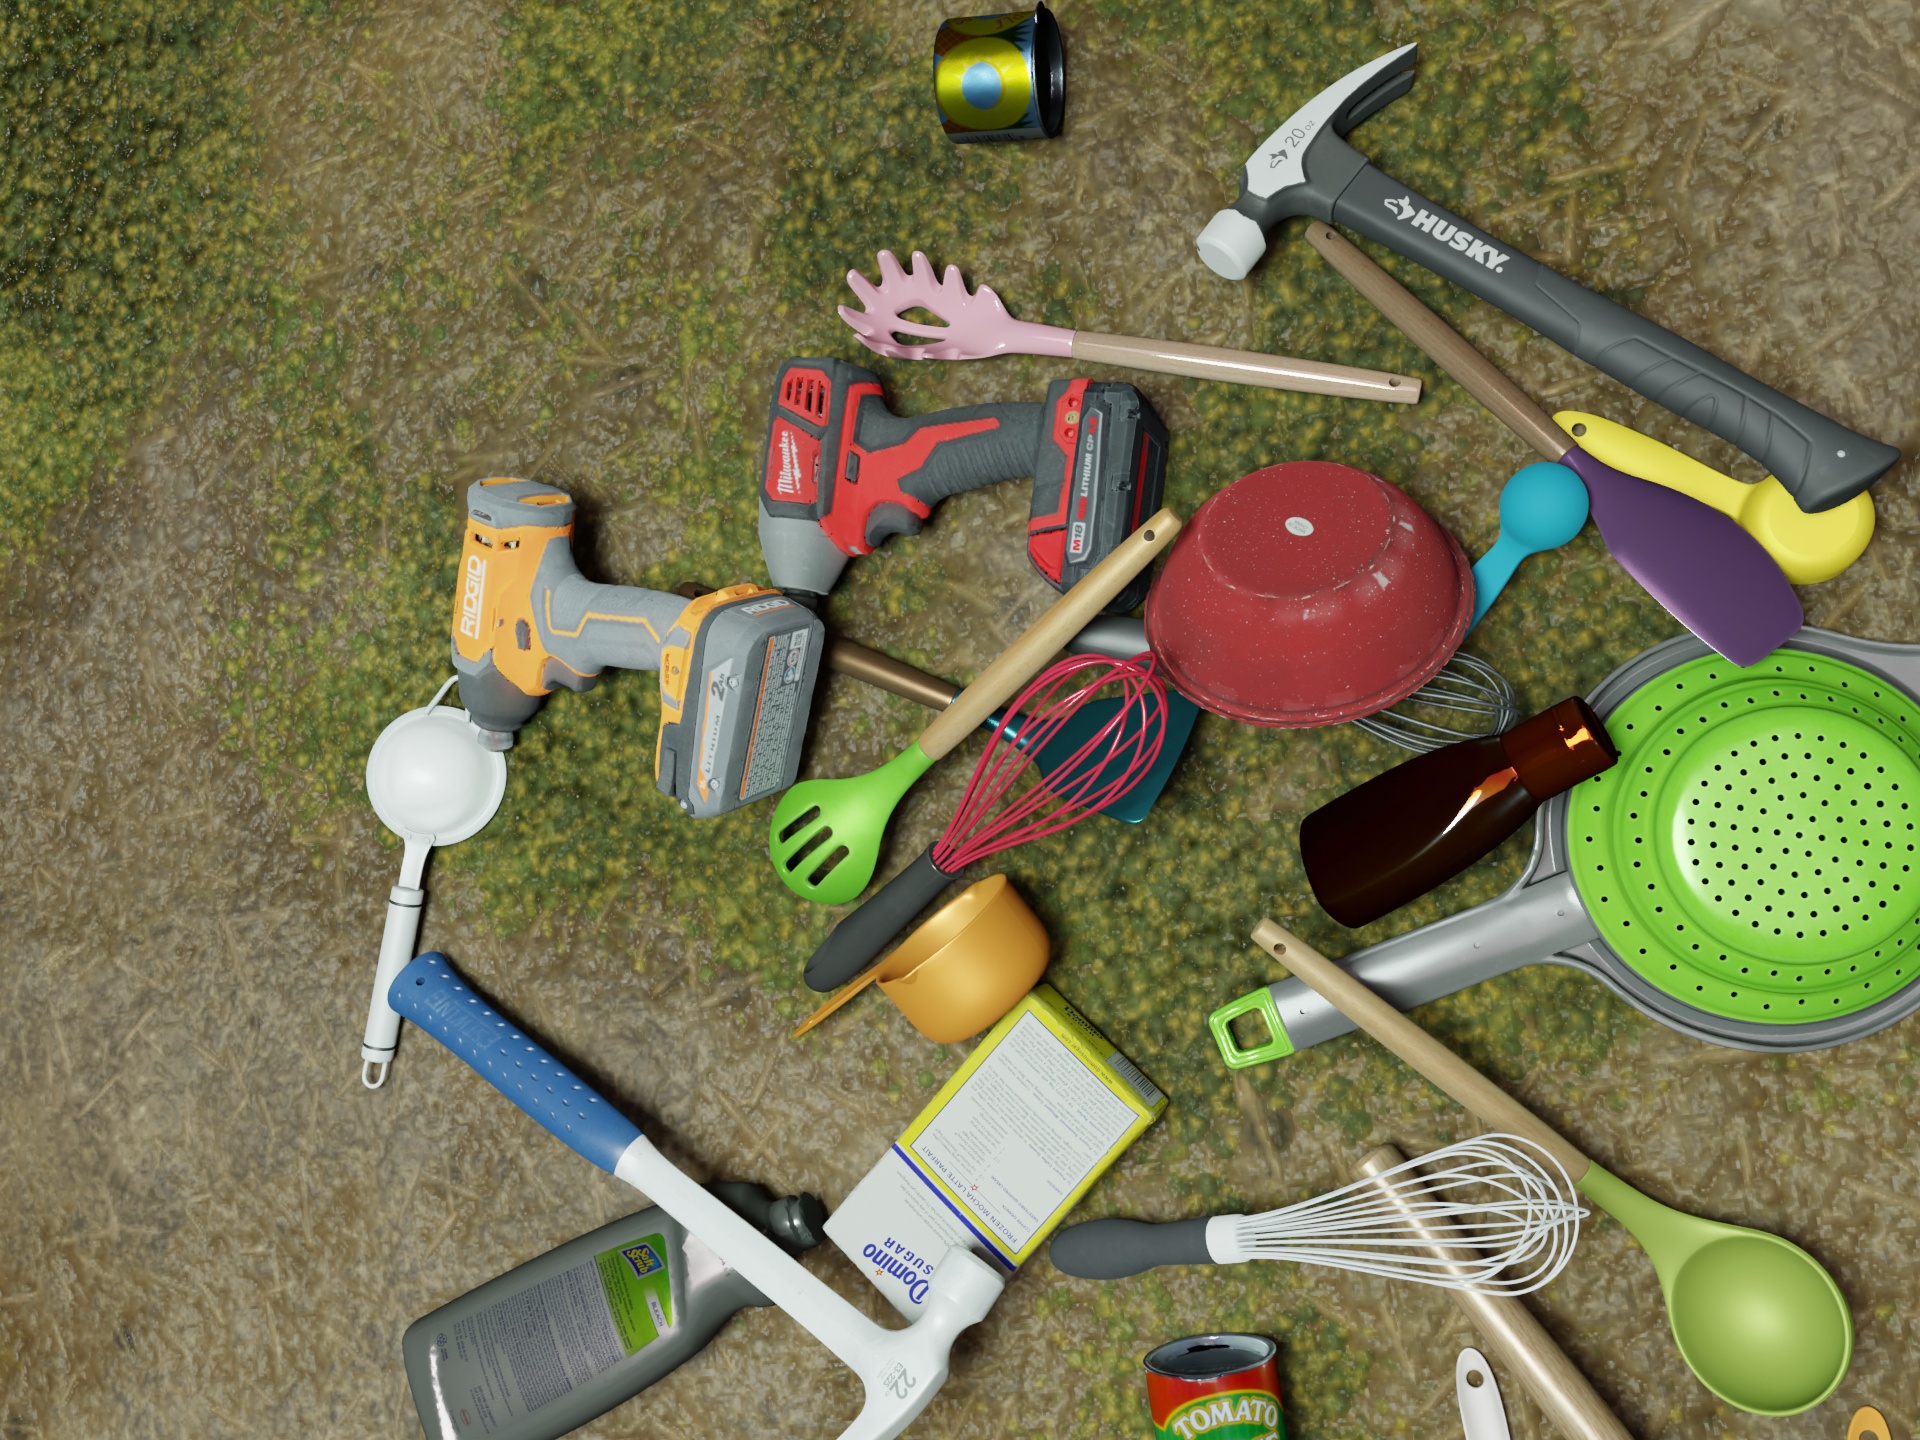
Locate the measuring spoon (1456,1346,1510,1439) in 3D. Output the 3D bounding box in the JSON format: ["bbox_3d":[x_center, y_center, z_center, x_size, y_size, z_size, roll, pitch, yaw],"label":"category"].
[{"bbox_3d":[0.262,0.370,0.776,0.034,0.018,0.124,-13,76,16],"label":"measuring spoon"}]

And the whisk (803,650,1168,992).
[{"bbox_3d":[0.004,0.061,0.813,0.295,0.073,0.073,-45,74,34],"label":"whisk"}]

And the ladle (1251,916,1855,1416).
[{"bbox_3d":[0.265,0.197,0.733,0.320,0.062,0.078,37,108,5],"label":"ladle"}]

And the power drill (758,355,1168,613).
[{"bbox_3d":[-0.008,-0.120,0.862,0.220,0.078,0.143,7,88,20],"label":"power drill"}]

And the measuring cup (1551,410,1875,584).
[{"bbox_3d":[0.360,-0.117,0.768,0.156,0.029,0.062,28,94,15],"label":"measuring cup"}]

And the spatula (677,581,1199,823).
[{"bbox_3d":[-0.026,-0.026,0.875,0.317,0.044,0.082,22,69,19],"label":"spatula"}]

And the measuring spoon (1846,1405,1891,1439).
[{"bbox_3d":[0.416,0.374,0.729,0.021,0.011,0.117,1,83,18],"label":"measuring spoon"}]

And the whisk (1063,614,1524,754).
[{"bbox_3d":[0.163,-0.023,0.803,0.239,0.055,0.055,11,90,14],"label":"whisk"}]

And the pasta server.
[{"bbox_3d":[0.087,-0.202,0.856,0.316,0.040,0.060,12,79,17],"label":"pasta server"}]

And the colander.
[{"bbox_3d":[0.298,0.084,0.739,0.397,0.094,0.204,-25,79,14],"label":"colander"}]

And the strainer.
[{"bbox_3d":[-0.334,0.099,0.966,0.087,0.050,0.258,12,93,3],"label":"strainer"}]

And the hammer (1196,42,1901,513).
[{"bbox_3d":[0.291,-0.205,0.771,0.335,0.035,0.146,37,84,18],"label":"hammer"}]

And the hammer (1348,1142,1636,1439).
[{"bbox_3d":[0.298,0.334,0.725,0.031,0.130,0.332,-44,65,10],"label":"hammer"}]

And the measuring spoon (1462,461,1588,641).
[{"bbox_3d":[0.255,-0.070,0.779,0.042,0.021,0.128,48,122,27],"label":"measuring spoon"}]

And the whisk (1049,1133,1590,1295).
[{"bbox_3d":[0.158,0.246,0.762,0.284,0.070,0.070,-19,80,37],"label":"whisk"}]

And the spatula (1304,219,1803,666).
[{"bbox_3d":[0.282,-0.149,0.784,0.060,0.018,0.316,-36,68,-12],"label":"spatula"}]

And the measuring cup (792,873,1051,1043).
[{"bbox_3d":[-0.023,0.149,0.854,0.173,0.095,0.052,-38,95,33],"label":"measuring cup"}]

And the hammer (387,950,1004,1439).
[{"bbox_3d":[-0.176,0.246,0.862,0.406,0.035,0.144,28,70,28],"label":"hammer"}]

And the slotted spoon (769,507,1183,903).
[{"bbox_3d":[-0.001,-0.003,0.824,0.313,0.031,0.070,-43,78,26],"label":"slotted spoon"}]

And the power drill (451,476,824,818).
[{"bbox_3d":[-0.196,-0.028,0.899,0.227,0.084,0.164,24,113,25],"label":"power drill"}]
